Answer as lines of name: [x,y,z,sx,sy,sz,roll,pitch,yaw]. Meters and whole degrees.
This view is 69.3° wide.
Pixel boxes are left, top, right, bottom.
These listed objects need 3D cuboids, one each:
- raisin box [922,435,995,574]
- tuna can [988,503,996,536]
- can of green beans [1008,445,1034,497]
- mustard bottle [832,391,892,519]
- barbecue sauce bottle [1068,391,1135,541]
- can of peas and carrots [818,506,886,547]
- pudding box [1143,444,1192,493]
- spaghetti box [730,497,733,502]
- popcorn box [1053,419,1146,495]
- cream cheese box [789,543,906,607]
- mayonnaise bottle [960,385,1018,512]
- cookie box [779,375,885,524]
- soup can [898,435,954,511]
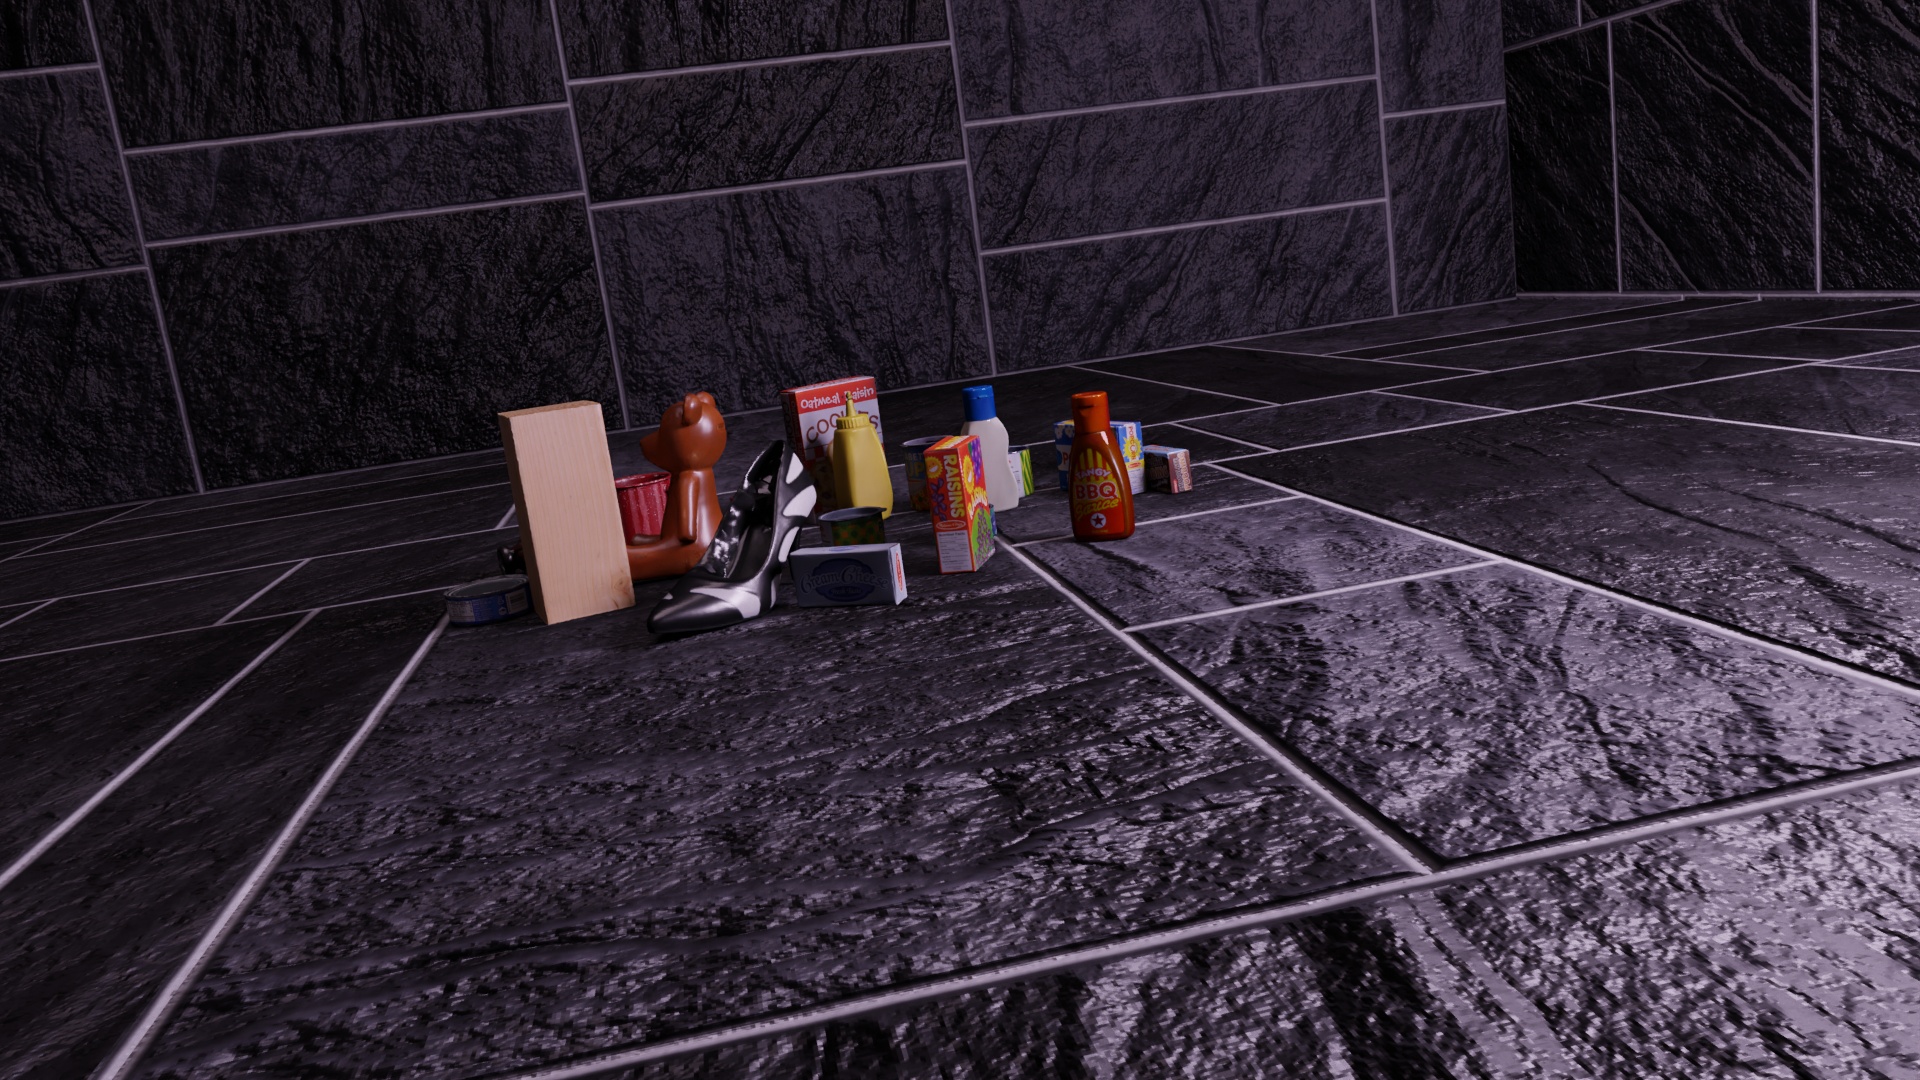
raisin box: [-0.001,-0.037,1.370,0.040,0.123,0.086,-4,11,17]
tuna can: [0.005,-0.019,1.506,0.071,0.032,0.071,-7,11,2]
can of green beans: [0.057,-0.084,1.732,0.071,0.057,0.071,-7,11,2]
mustard bottle: [-0.123,-0.101,1.672,0.065,0.160,0.049,-16,14,-38]
barbecue sauce bottle: [0.138,-0.075,1.404,0.065,0.148,0.044,-4,12,20]
can of peas and carrots: [-0.107,-0.001,1.424,0.071,0.058,0.071,-7,11,2]
pudding box: [0.238,-0.085,1.635,0.030,0.049,0.084,-12,12,-20]
spaghetti box: [-0.235,-0.013,1.588,0.029,0.050,0.250,-10,12,-13]
popcorn box: [0.167,-0.101,1.670,0.038,0.085,0.126,-14,13,-31]
cream cheese box: [-0.103,0.032,1.273,0.104,0.053,0.024,-3,12,21]
mayonnaise bottle: [0.029,-0.107,1.633,0.065,0.147,0.041,-11,11,-16]
cookie box: [-0.157,-0.116,1.750,0.123,0.167,0.040,-17,14,-39]
soup can: [-0.037,-0.083,1.722,0.071,0.083,0.071,-7,11,2]
